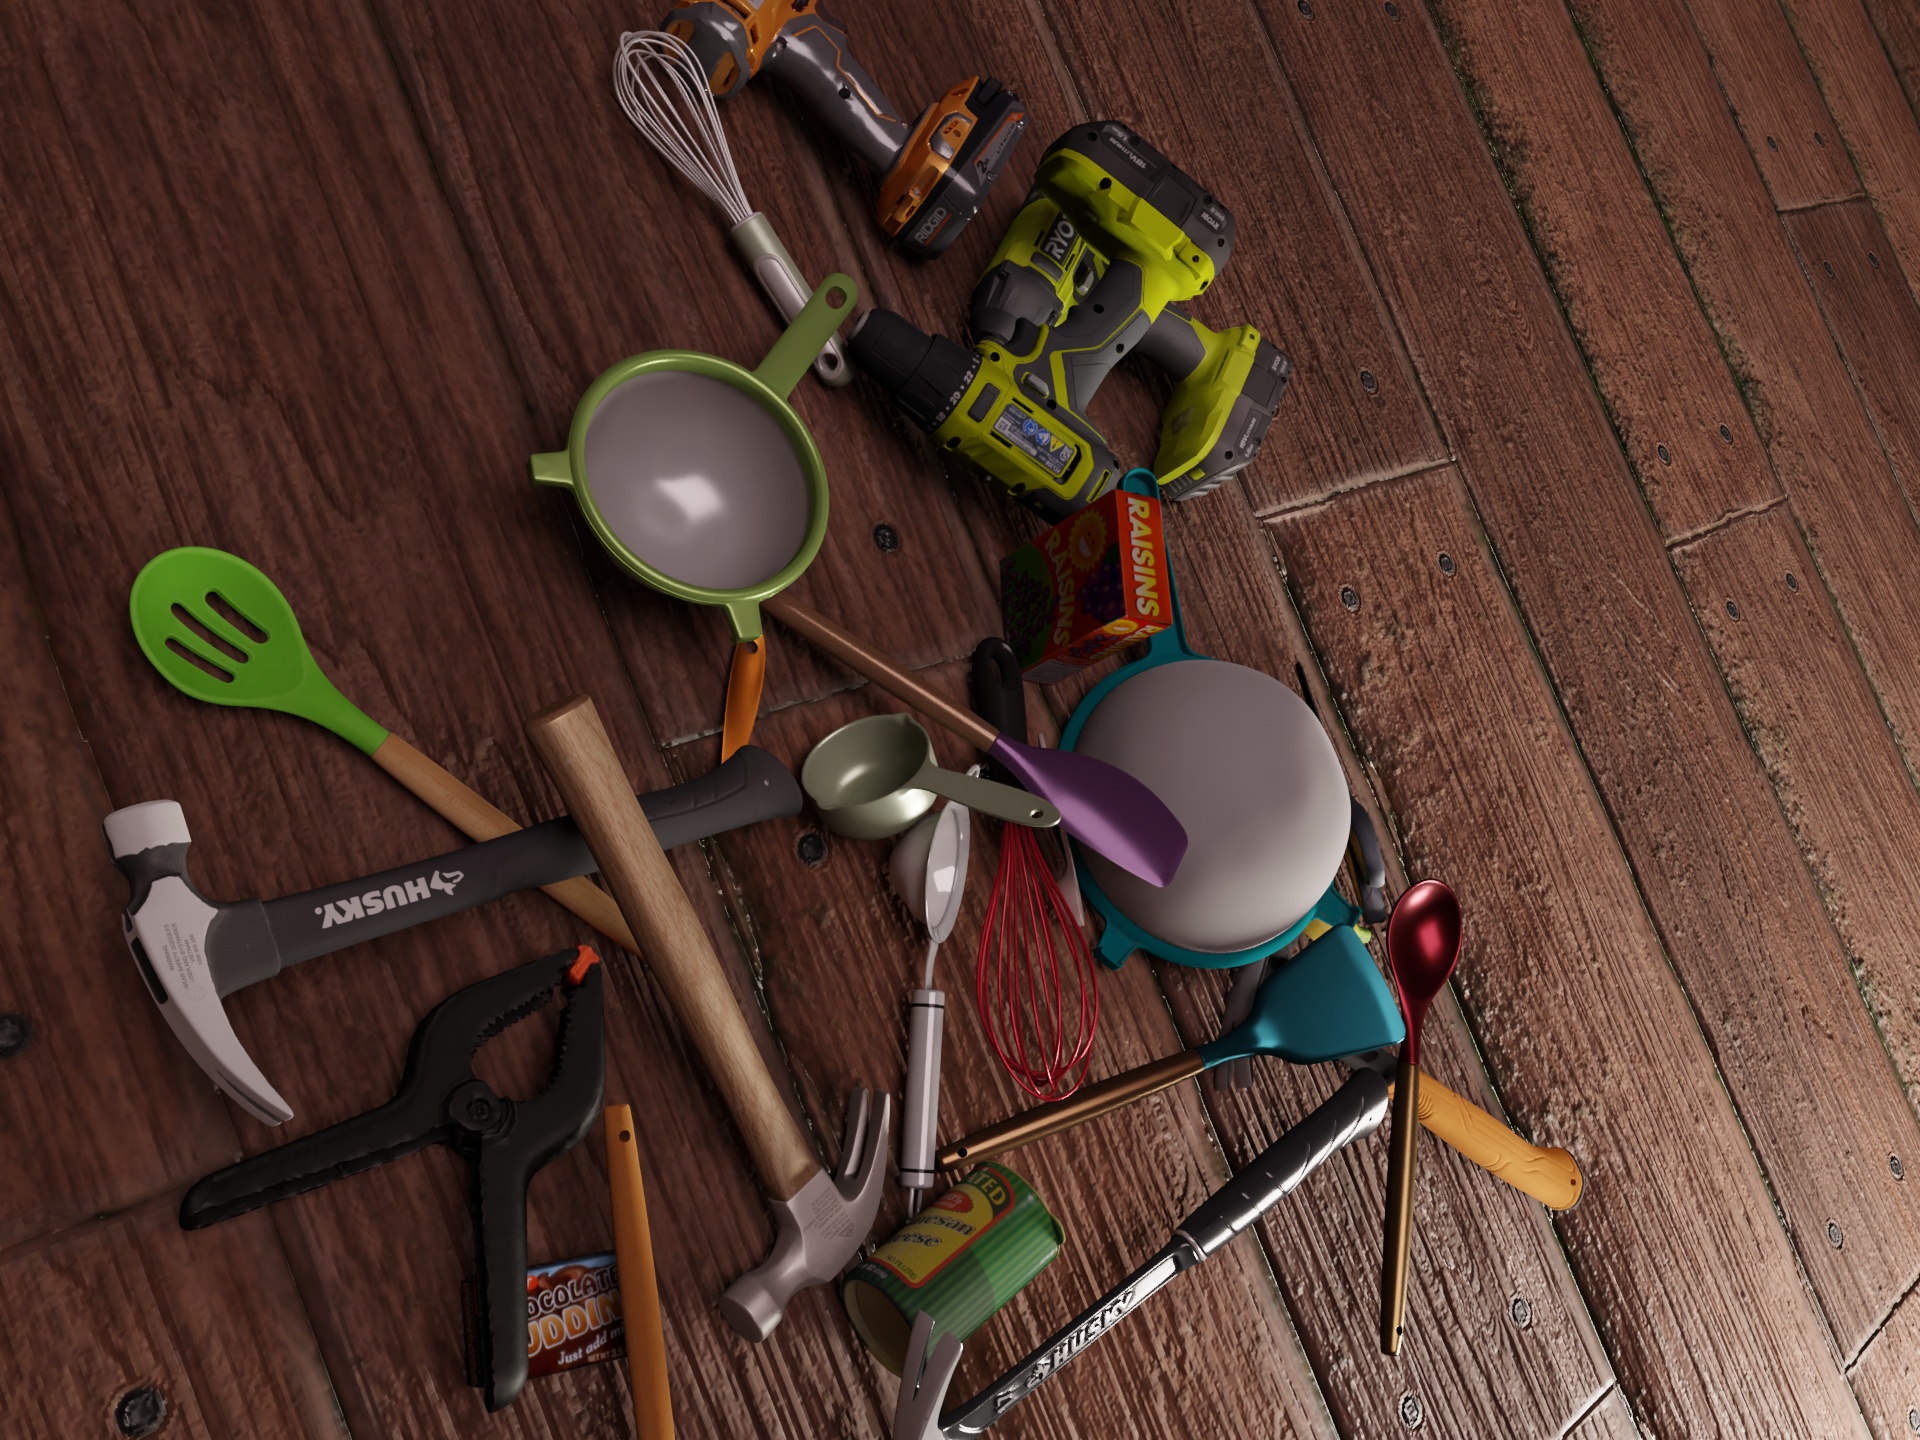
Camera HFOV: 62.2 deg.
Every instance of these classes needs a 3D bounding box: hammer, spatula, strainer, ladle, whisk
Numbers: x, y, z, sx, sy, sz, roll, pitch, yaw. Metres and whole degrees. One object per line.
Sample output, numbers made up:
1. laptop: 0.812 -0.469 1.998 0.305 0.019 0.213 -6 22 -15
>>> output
1. hammer: 0.117 0.302 0.899 0.409 0.036 0.149 -24 123 -37
2. spatula: -0.144 0.341 0.735 0.081 0.041 0.323 -3 80 -35
3. strainer: -0.133 -0.165 0.918 0.151 0.069 0.256 38 56 -14
4. hammer: 0.312 0.263 1.098 0.336 0.034 0.127 34 57 -21
5. hammer: -0.127 0.138 0.793 0.130 0.031 0.331 -37 112 -40
6. hammer: -0.216 0.075 0.770 0.334 0.035 0.146 -16 82 -41
7. strainer: 0.160 -0.015 1.023 0.211 0.095 0.340 -5 78 -21
8. ladle: 0.296 0.254 1.051 0.069 0.031 0.316 25 61 -24
9. spatula: -0.001 -0.003 0.934 0.316 0.018 0.060 32 56 -3
10. spatula: 0.125 0.208 0.957 0.317 0.044 0.082 -15 70 -28
11. whisk: 0.036 0.080 0.951 0.073 0.073 0.296 11 59 -31
12. whisk: -0.137 -0.315 0.984 0.246 0.058 0.059 57 22 -10
13. strainer: -0.020 0.150 0.905 0.086 0.050 0.258 49 42 -69

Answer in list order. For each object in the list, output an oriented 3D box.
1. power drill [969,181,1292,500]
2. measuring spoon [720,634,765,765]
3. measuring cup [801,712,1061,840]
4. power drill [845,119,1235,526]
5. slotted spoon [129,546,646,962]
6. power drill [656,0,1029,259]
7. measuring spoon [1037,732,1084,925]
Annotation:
1. power drill: 0.114 -0.263 1.121 0.223 0.080 0.171 34 62 -17
2. measuring spoon: -0.127 -0.003 0.906 0.021 0.011 0.117 21 60 -27
3. measuring cup: -0.013 0.045 0.880 0.083 0.168 0.038 -49 139 -33
4. power drill: 0.054 -0.261 1.017 0.190 0.080 0.228 34 83 -16
5. slotted spoon: -0.267 0.030 0.786 0.313 0.031 0.070 41 55 -18
6. power drill: -0.067 -0.437 1.057 0.226 0.084 0.185 34 56 -15
7. measuring spoon: 0.057 0.068 0.986 0.018 0.034 0.124 -13 74 6
